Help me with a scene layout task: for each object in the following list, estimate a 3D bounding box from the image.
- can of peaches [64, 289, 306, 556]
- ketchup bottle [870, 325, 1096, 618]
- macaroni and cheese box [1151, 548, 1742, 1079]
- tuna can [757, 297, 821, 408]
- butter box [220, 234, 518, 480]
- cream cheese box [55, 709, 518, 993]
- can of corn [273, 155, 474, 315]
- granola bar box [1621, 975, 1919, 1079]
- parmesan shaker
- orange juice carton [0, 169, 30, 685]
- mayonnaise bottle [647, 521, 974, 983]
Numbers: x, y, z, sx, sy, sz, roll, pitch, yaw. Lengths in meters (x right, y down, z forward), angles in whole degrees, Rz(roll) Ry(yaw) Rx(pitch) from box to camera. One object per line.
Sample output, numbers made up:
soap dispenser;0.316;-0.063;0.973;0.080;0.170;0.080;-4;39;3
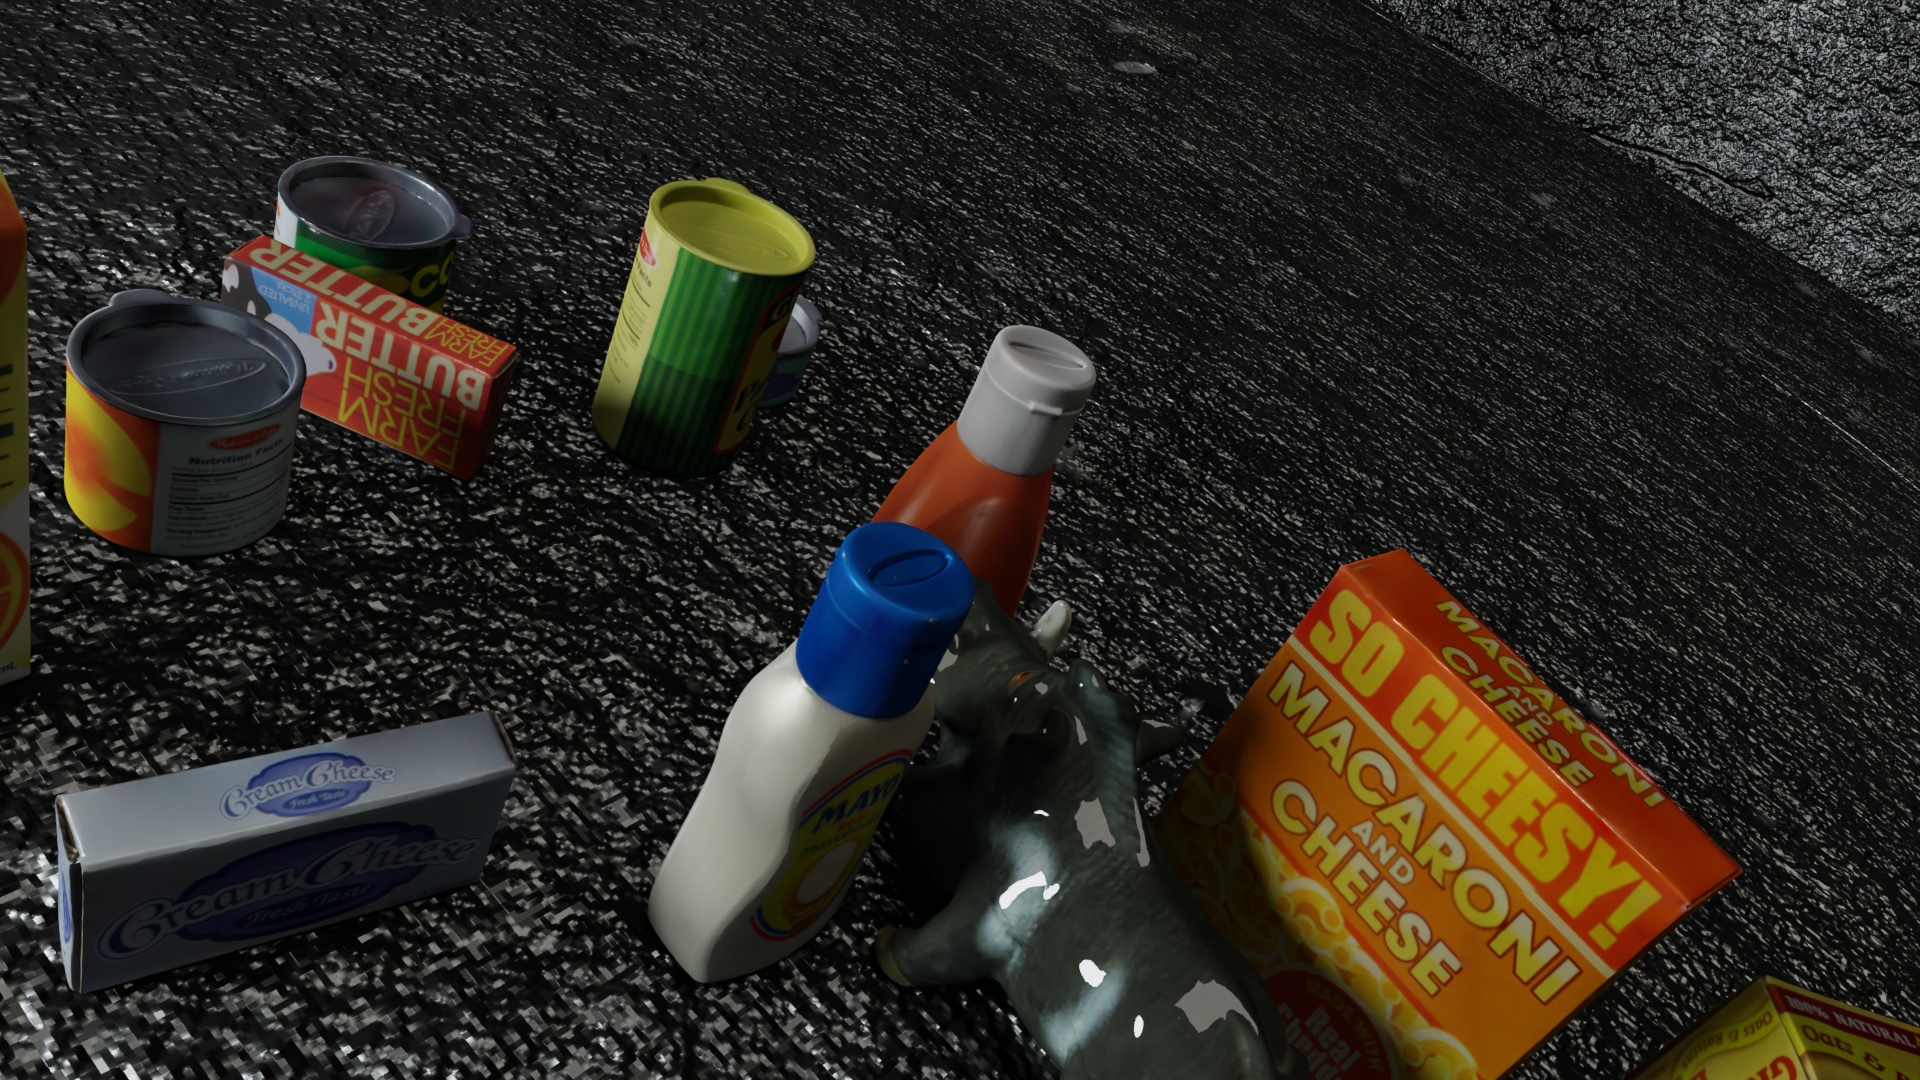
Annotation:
can of peaches;-0.253;-0.038;0.452;0.071;0.057;0.071;18;36;-13
ketchup bottle;0.002;-0.006;0.497;0.065;0.148;0.044;12;37;-20
macaroni and cheese box;0.123;0.104;0.418;0.040;0.165;0.124;-10;49;-41
tuna can;-0.100;-0.094;0.645;0.071;0.032;0.071;18;36;-13
butter box;-0.220;-0.067;0.514;0.103;0.052;0.024;24;35;-4
cream cheese box;-0.172;0.078;0.358;0.104;0.053;0.024;-9;48;-40
can of corn;-0.236;-0.110;0.555;0.071;0.058;0.071;18;36;-13
granola bar box;0.279;0.203;0.429;0.165;0.123;0.039;19;35;-11
parmesan shaker;-0.107;-0.087;0.570;0.071;0.102;0.072;18;36;-13
orange juice carton;-0.274;-0.042;0.325;0.073;0.191;0.072;39;36;17
mayonnaise bottle;-0.040;0.061;0.384;0.065;0.147;0.041;-18;54;-46
